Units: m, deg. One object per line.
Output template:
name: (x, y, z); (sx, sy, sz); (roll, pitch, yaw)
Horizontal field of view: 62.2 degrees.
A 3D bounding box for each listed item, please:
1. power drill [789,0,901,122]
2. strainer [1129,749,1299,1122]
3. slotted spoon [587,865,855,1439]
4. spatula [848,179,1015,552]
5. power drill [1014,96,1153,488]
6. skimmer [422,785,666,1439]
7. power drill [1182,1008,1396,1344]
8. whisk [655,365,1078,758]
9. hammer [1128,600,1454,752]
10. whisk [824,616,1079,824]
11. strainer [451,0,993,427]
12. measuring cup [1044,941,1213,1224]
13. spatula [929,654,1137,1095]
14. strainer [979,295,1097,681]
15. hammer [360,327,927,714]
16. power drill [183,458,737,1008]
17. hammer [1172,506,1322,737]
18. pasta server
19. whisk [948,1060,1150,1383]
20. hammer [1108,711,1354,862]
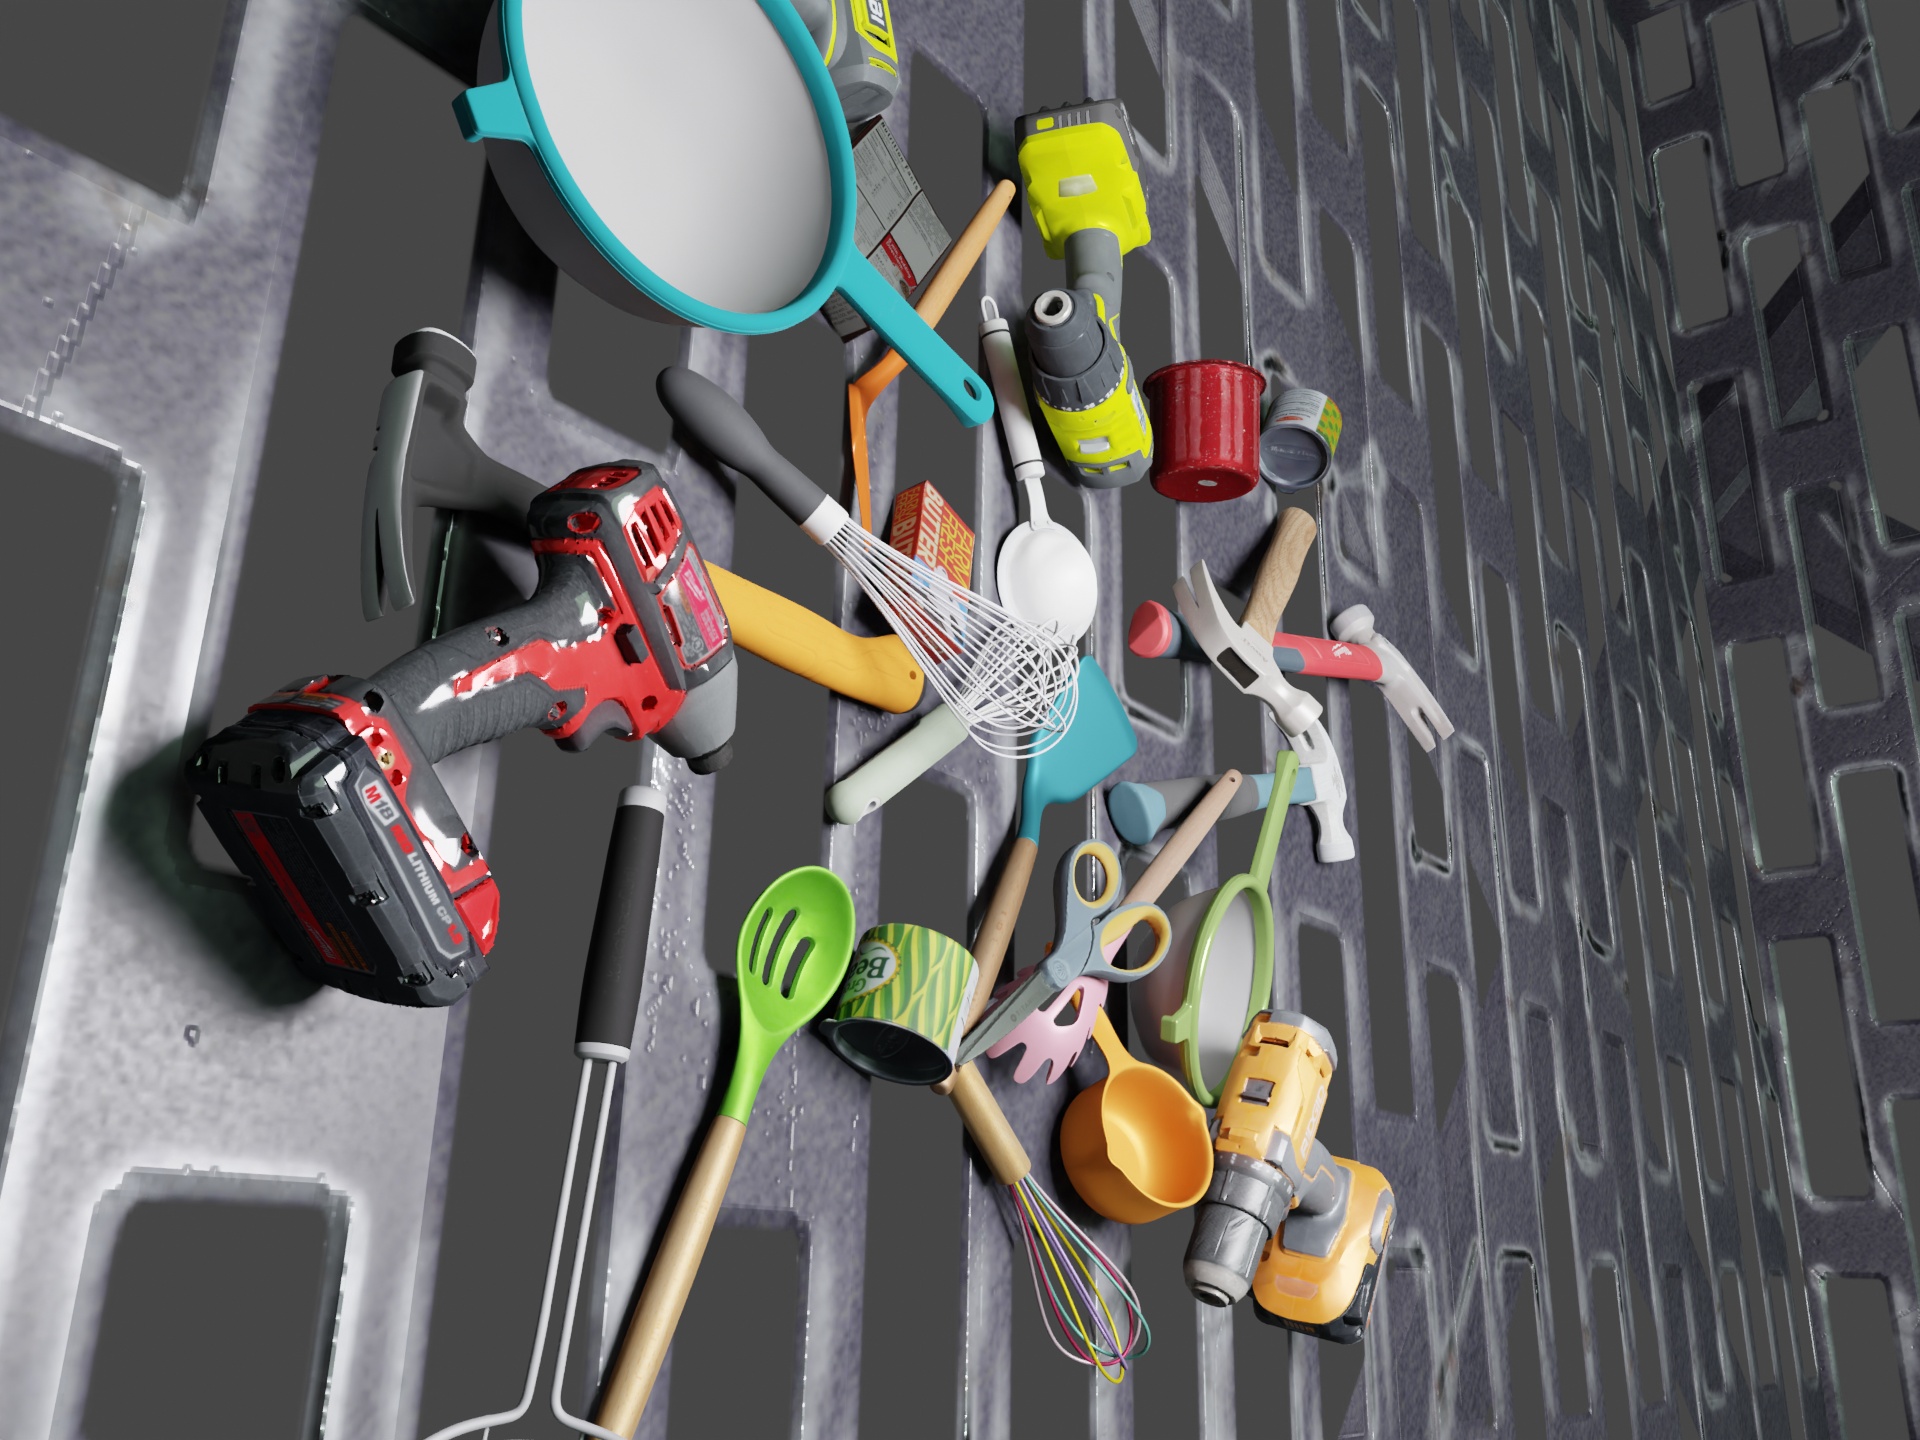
power drill: (-0.124, -0.444, 0.873); (0.223, 0.080, 0.171); (-2, 81, -57)
strainer: (0.166, 0.126, 1.055); (0.151, 0.069, 0.256); (58, 45, -49)
slotted spoon: (-0.115, 0.204, 0.717); (0.070, 0.031, 0.314); (46, 48, -35)
spatula: (-0.017, -0.235, 0.957); (0.081, 0.041, 0.323); (86, 23, -49)
power drill: (0.081, -0.291, 1.053); (0.190, 0.080, 0.229); (49, 38, -65)
skimmer: (-0.146, 0.185, 0.627); (0.127, 0.090, 0.364); (13, 63, -17)
power drill: (0.209, 0.321, 1.025); (0.185, 0.084, 0.226); (-62, 141, -34)
whisk: (-0.048, -0.082, 0.831); (0.284, 0.070, 0.070); (41, 46, -14)
hammer: (0.262, -0.042, 1.250); (0.386, 0.038, 0.143); (2, 50, -50)
whisk: (-0.001, -0.003, 0.923); (0.059, 0.057, 0.246); (41, 41, 10)
strainer: (-0.115, -0.246, 0.801); (0.340, 0.095, 0.211); (38, 53, -41)
measuring cup: (0.082, 0.220, 0.961); (0.095, 0.052, 0.174); (-10, 64, -47)
spatula: (0.040, 0.088, 0.930); (0.082, 0.044, 0.318); (59, 34, -29)
strainer: (0.047, -0.156, 1.037); (0.087, 0.050, 0.258); (-10, 83, -39)
hammer: (-0.132, -0.058, 0.770); (0.336, 0.034, 0.127); (25, 59, -47)
power drill: (-0.172, 0.005, 0.628); (0.220, 0.078, 0.143); (-48, 129, -42)
hammer: (0.239, -0.104, 1.227); (0.130, 0.031, 0.331); (44, 30, -5)
pasta server: (0.110, 0.114, 1.003); (0.060, 0.040, 0.316); (41, 42, 6)
whisk: (0.041, 0.272, 0.889); (0.047, 0.051, 0.245); (-42, 110, -44)
hammer: (0.208, 0.057, 1.186); (0.331, 0.033, 0.128); (-3, 82, -53)
